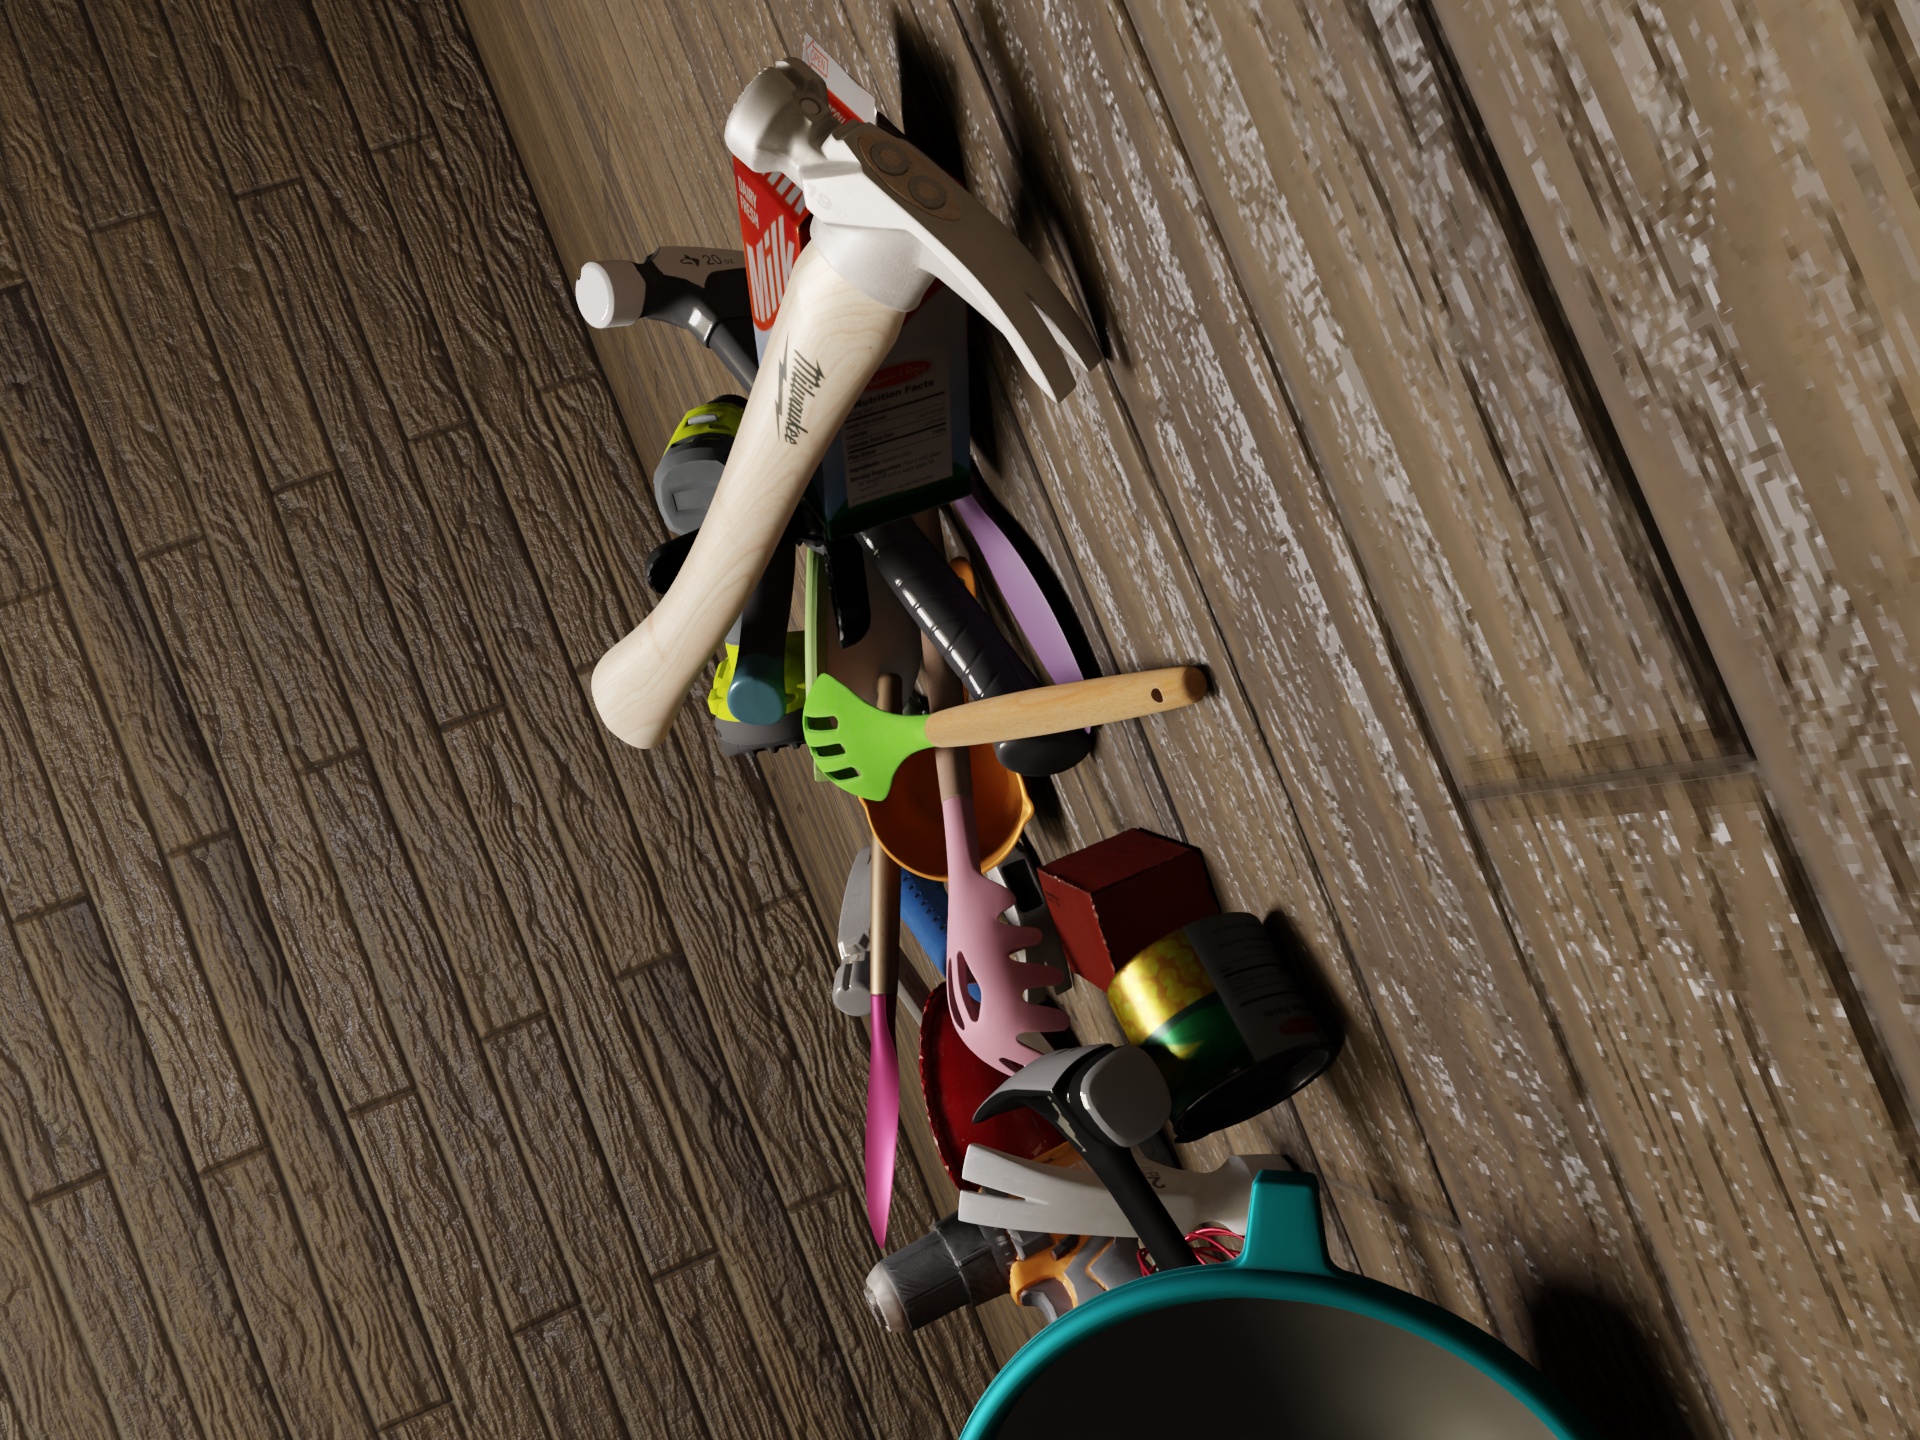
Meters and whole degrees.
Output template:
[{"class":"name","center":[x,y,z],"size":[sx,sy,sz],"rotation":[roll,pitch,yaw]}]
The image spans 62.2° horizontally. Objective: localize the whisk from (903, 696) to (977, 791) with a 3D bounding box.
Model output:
[{"class":"whisk","center":[-0.022,0.008,1.013],"size":[0.057,0.059,0.246],"rotation":[43,178,-13]}]

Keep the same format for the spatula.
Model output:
[{"class":"spatula","center":[-0.009,-0.131,0.760],"size":[0.059,0.018,0.316],"rotation":[83,161,-64]}]

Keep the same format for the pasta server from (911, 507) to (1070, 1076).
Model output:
[{"class":"pasta server","center":[0.003,0.016,0.769],"size":[0.060,0.040,0.316],"rotation":[-44,45,49]}]

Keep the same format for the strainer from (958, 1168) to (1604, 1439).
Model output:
[{"class":"strainer","center":[0.062,0.297,0.510],"size":[0.211,0.340,0.095],"rotation":[46,-163,7]}]

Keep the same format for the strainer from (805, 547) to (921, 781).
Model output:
[{"class":"strainer","center":[-0.057,-0.100,0.964],"size":[0.152,0.069,0.256],"rotation":[-94,6,-67]}]

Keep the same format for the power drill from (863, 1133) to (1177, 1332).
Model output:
[{"class":"power drill","center":[0.068,0.332,0.834],"size":[0.226,0.185,0.084],"rotation":[54,160,42]}]

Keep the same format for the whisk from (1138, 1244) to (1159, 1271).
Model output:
[{"class":"whisk","center":[0.103,0.302,0.959],"size":[0.051,0.047,0.245],"rotation":[48,-169,-45]}]

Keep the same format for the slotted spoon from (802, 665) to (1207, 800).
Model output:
[{"class":"slotted spoon","center":[0.002,0.000,0.693],"size":[0.314,0.031,0.070],"rotation":[-9,106,59]}]

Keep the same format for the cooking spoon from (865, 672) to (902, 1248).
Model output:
[{"class":"cooking spoon","center":[-0.043,0.128,0.890],"size":[0.068,0.017,0.319],"rotation":[121,151,-73]}]

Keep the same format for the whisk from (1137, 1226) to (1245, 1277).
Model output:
[{"class":"whisk","center":[0.163,0.302,0.661],"size":[0.296,0.073,0.073],"rotation":[36,146,58]}]

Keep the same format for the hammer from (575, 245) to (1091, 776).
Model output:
[{"class":"hammer","center":[-0.044,-0.109,0.781],"size":[0.335,0.146,0.035],"rotation":[53,134,17]}]

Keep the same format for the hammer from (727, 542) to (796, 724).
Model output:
[{"class":"hammer","center":[-0.106,-0.115,0.923],"size":[0.331,0.033,0.128],"rotation":[-92,2,-48]}]

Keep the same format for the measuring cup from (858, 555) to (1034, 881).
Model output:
[{"class":"measuring cup","center":[-0.001,-0.003,0.859],"size":[0.052,0.095,0.173],"rotation":[-39,-47,-77]}]

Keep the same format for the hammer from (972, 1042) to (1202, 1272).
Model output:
[{"class":"hammer","center":[0.120,0.269,0.588],"size":[0.337,0.034,0.127],"rotation":[57,157,3]}]

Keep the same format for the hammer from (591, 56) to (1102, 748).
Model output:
[{"class":"hammer","center":[-0.086,-0.081,0.688],"size":[0.146,0.038,0.410],"rotation":[42,144,0]}]

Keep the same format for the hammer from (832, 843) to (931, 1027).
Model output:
[{"class":"hammer","center":[0.013,0.251,1.126],"size":[0.358,0.037,0.149],"rotation":[59,-158,-29]}]

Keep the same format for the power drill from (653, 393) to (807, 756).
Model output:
[{"class":"power drill","center":[-0.149,-0.109,1.108],"size":[0.191,0.080,0.228],"rotation":[-93,-8,-65]}]

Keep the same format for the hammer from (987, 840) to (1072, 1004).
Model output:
[{"class":"hammer","center":[0.020,0.139,1.089],"size":[0.331,0.031,0.130],"rotation":[111,137,-74]}]

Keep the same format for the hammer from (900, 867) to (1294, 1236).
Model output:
[{"class":"hammer","center":[0.020,0.155,0.839],"size":[0.406,0.144,0.035],"rotation":[-140,56,-68]}]
